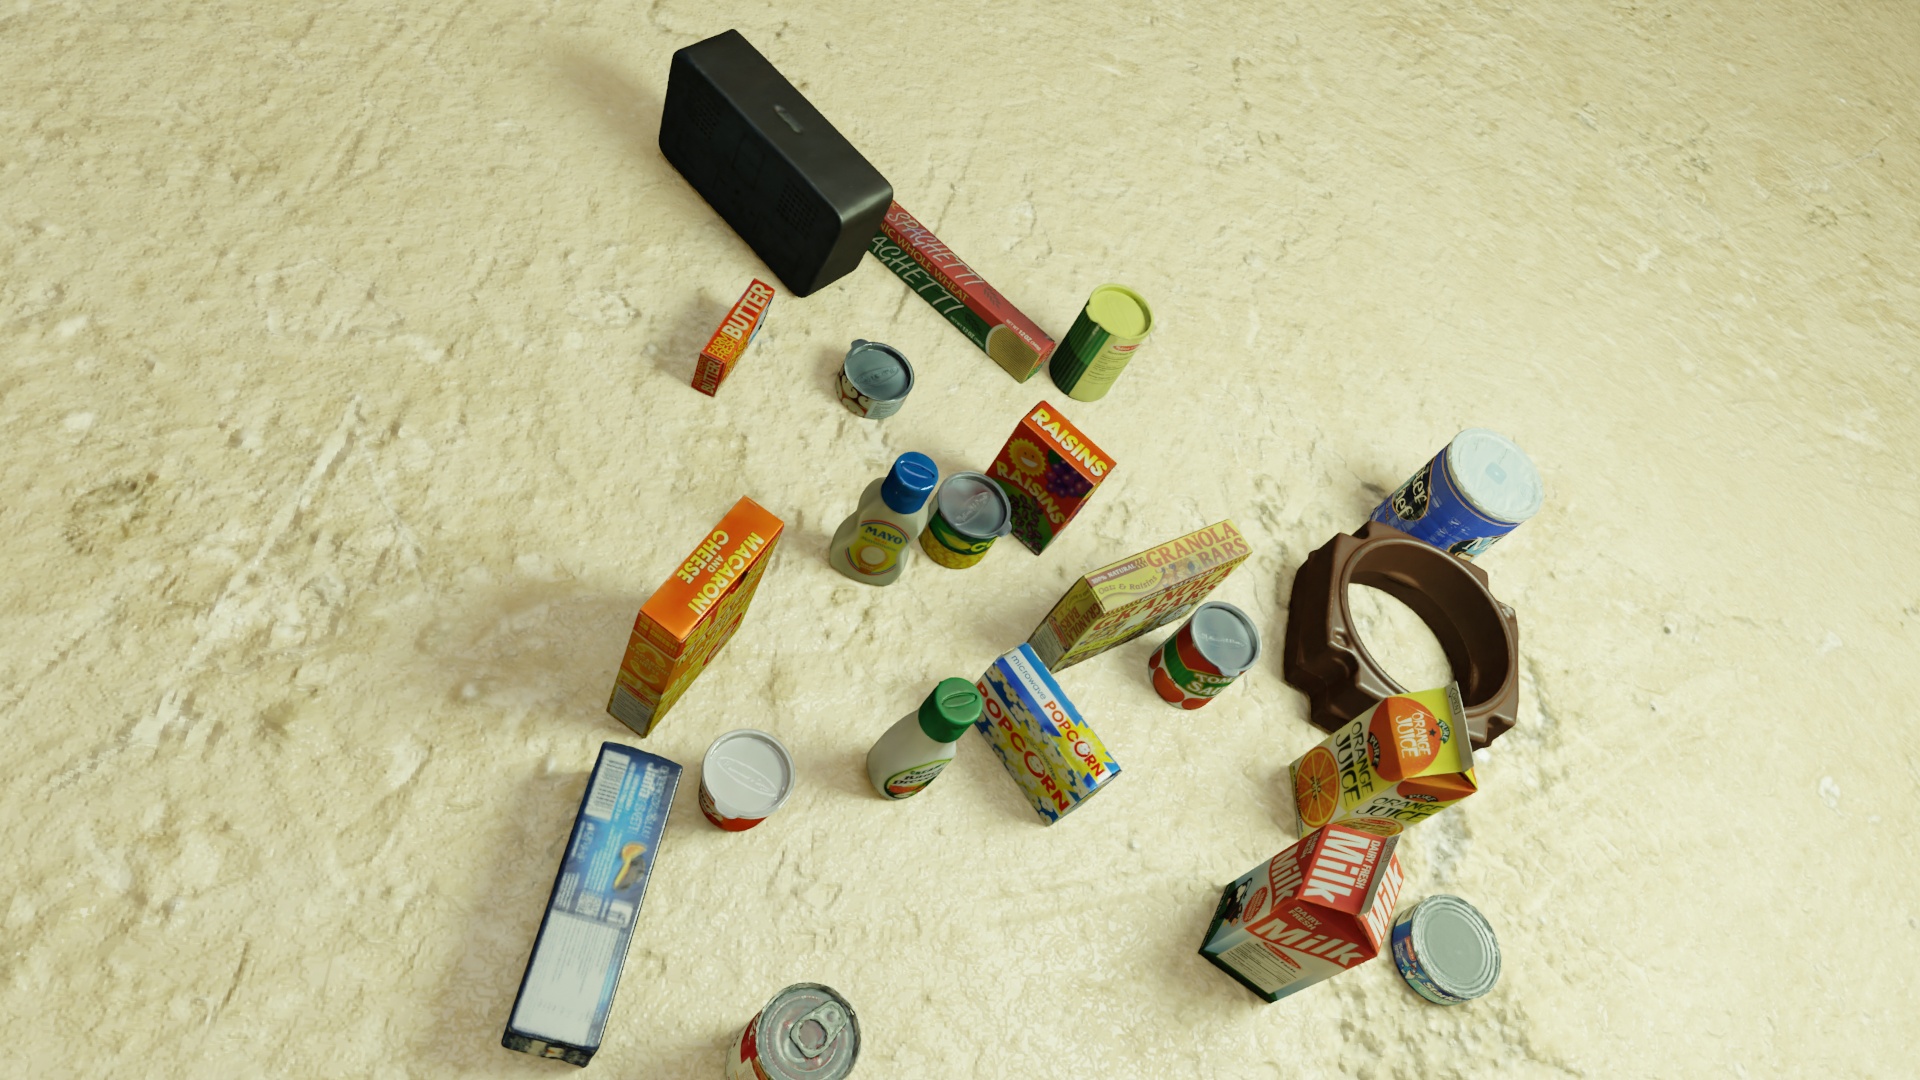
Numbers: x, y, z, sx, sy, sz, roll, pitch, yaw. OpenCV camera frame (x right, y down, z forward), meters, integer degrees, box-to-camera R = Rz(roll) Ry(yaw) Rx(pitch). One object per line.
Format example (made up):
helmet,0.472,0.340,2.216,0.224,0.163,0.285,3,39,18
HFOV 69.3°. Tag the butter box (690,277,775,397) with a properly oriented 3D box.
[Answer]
butter box,-0.198,-0.177,1.214,0.024,0.053,0.104,29,53,-4

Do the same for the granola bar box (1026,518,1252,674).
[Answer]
granola bar box,0.150,0.047,1.176,0.166,0.123,0.039,-19,69,-31

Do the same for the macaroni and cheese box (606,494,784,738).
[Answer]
macaroni and cheese box,-0.192,0.057,1.001,0.040,0.165,0.124,36,53,1

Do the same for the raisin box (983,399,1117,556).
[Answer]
raisin box,0.071,-0.053,1.206,0.086,0.122,0.040,43,54,6

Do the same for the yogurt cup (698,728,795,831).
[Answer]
yogurt cup,-0.159,0.177,1.010,0.072,0.053,0.073,11,57,-17

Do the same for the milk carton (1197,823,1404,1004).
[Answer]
milk carton,0.263,0.276,1.040,0.073,0.189,0.073,36,53,1

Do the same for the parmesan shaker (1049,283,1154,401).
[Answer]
parmesan shaker,0.131,-0.188,1.327,0.071,0.102,0.071,11,57,-17

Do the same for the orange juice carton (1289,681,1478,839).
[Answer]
orange juice carton,0.353,0.185,1.132,0.073,0.191,0.072,10,57,-17

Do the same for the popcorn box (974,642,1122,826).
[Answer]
popcorn box,0.061,0.153,1.097,0.038,0.084,0.127,-27,73,-33

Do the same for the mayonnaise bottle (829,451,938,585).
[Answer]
mayonnaise bottle,-0.058,-0.017,1.115,0.065,0.147,0.041,21,55,-10

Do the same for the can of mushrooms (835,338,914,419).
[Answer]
can of mushrooms,-0.079,-0.146,1.257,0.071,0.033,0.071,11,57,-16

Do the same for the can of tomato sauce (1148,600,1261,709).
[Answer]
can of tomato sauce,0.209,0.102,1.192,0.071,0.082,0.071,11,57,-17

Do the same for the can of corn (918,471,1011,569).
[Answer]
can of corn,0.004,-0.015,1.195,0.071,0.058,0.071,11,57,-17

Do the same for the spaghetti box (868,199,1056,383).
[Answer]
spaghetti box,-0.016,-0.251,1.338,0.250,0.050,0.029,42,54,6

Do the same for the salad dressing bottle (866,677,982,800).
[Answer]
salad dressing bottle,-0.026,0.147,1.027,0.064,0.147,0.044,-9,64,-27
